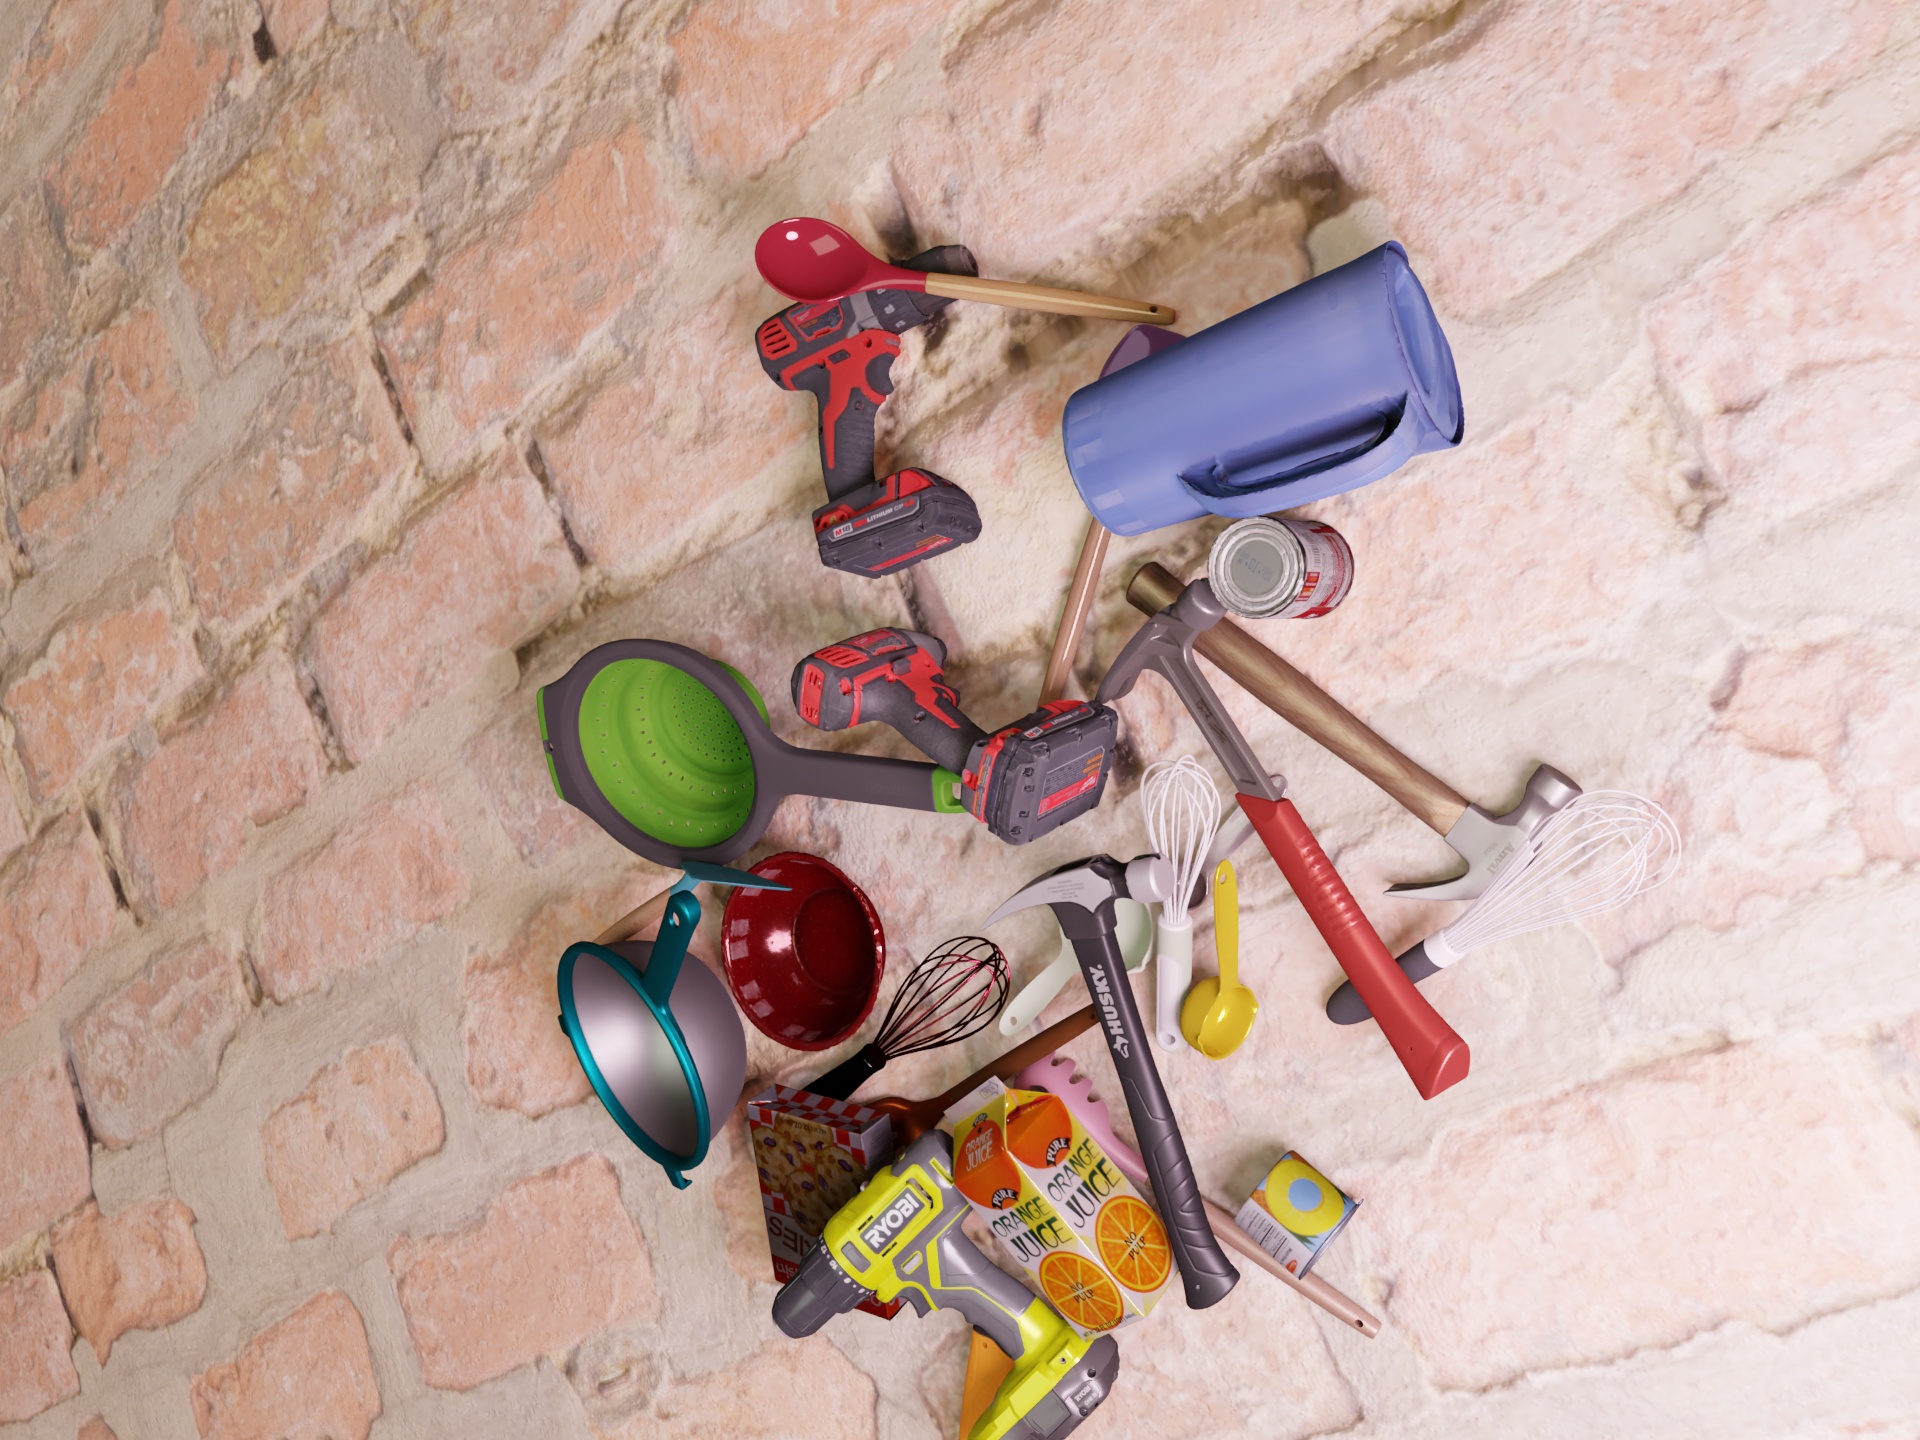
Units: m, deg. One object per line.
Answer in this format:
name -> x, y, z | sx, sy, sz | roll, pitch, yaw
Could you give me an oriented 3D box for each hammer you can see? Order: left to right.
hammer -> 0.004, 0.633, 1.267 | 0.127, 0.034, 0.337 | 10, 98, 29
hammer -> 0.121, 0.254, 1.098 | 0.146, 0.035, 0.334 | -12, 101, 35
hammer -> 0.214, 0.086, 1.053 | 0.359, 0.036, 0.149 | 60, 145, 18
hammer -> 0.243, -0.001, 1.080 | 0.331, 0.031, 0.130 | 40, 112, 23

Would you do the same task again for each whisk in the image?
whisk -> -0.057, 0.258, 1.268 | 0.295, 0.073, 0.073 | -43, 72, 33
whisk -> 0.148, 0.132, 1.099 | 0.058, 0.059, 0.246 | 14, 123, 28
whisk -> 0.328, 0.129, 0.998 | 0.070, 0.070, 0.284 | 57, 134, 15

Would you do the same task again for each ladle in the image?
ladle -> 0.001, -0.318, 1.162 | 0.315, 0.031, 0.069 | 12, 77, 12

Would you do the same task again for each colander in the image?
colander -> -0.150, 0.021, 1.280 | 0.397, 0.094, 0.204 | 6, 116, 24

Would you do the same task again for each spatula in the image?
spatula -> -0.249, 0.162, 1.335 | 0.317, 0.082, 0.044 | -33, 55, 49
spatula -> 0.007, 0.283, 1.216 | 0.322, 0.041, 0.081 | -41, 78, 40
spatula -> 0.098, -0.131, 1.165 | 0.060, 0.018, 0.316 | 17, 104, 8

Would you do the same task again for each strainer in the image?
strainer -> -0.226, 0.225, 1.300 | 0.211, 0.095, 0.340 | 48, 139, 20

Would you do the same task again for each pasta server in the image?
pasta server -> 0.164, 0.344, 1.156 | 0.316, 0.040, 0.060 | 31, 108, 22

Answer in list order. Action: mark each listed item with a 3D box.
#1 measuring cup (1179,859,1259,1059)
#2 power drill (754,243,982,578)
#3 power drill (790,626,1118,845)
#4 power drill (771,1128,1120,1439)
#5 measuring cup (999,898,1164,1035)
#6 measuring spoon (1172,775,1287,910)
measuring cup -> 0.175, 0.162, 1.099 | 0.029, 0.062, 0.156 | 23, 125, 48
power drill -> -0.052, -0.241, 1.219 | 0.188, 0.080, 0.227 | -19, 79, 24
power drill -> -0.002, -0.004, 1.157 | 0.220, 0.143, 0.078 | 28, 122, 31
power drill -> -0.013, 0.450, 1.192 | 0.190, 0.080, 0.228 | -45, 82, 3
measuring cup -> 0.088, 0.178, 1.184 | 0.083, 0.038, 0.167 | 50, 118, 19
measuring spoon -> 0.191, 0.086, 1.130 | 0.034, 0.018, 0.124 | 46, 108, 21
